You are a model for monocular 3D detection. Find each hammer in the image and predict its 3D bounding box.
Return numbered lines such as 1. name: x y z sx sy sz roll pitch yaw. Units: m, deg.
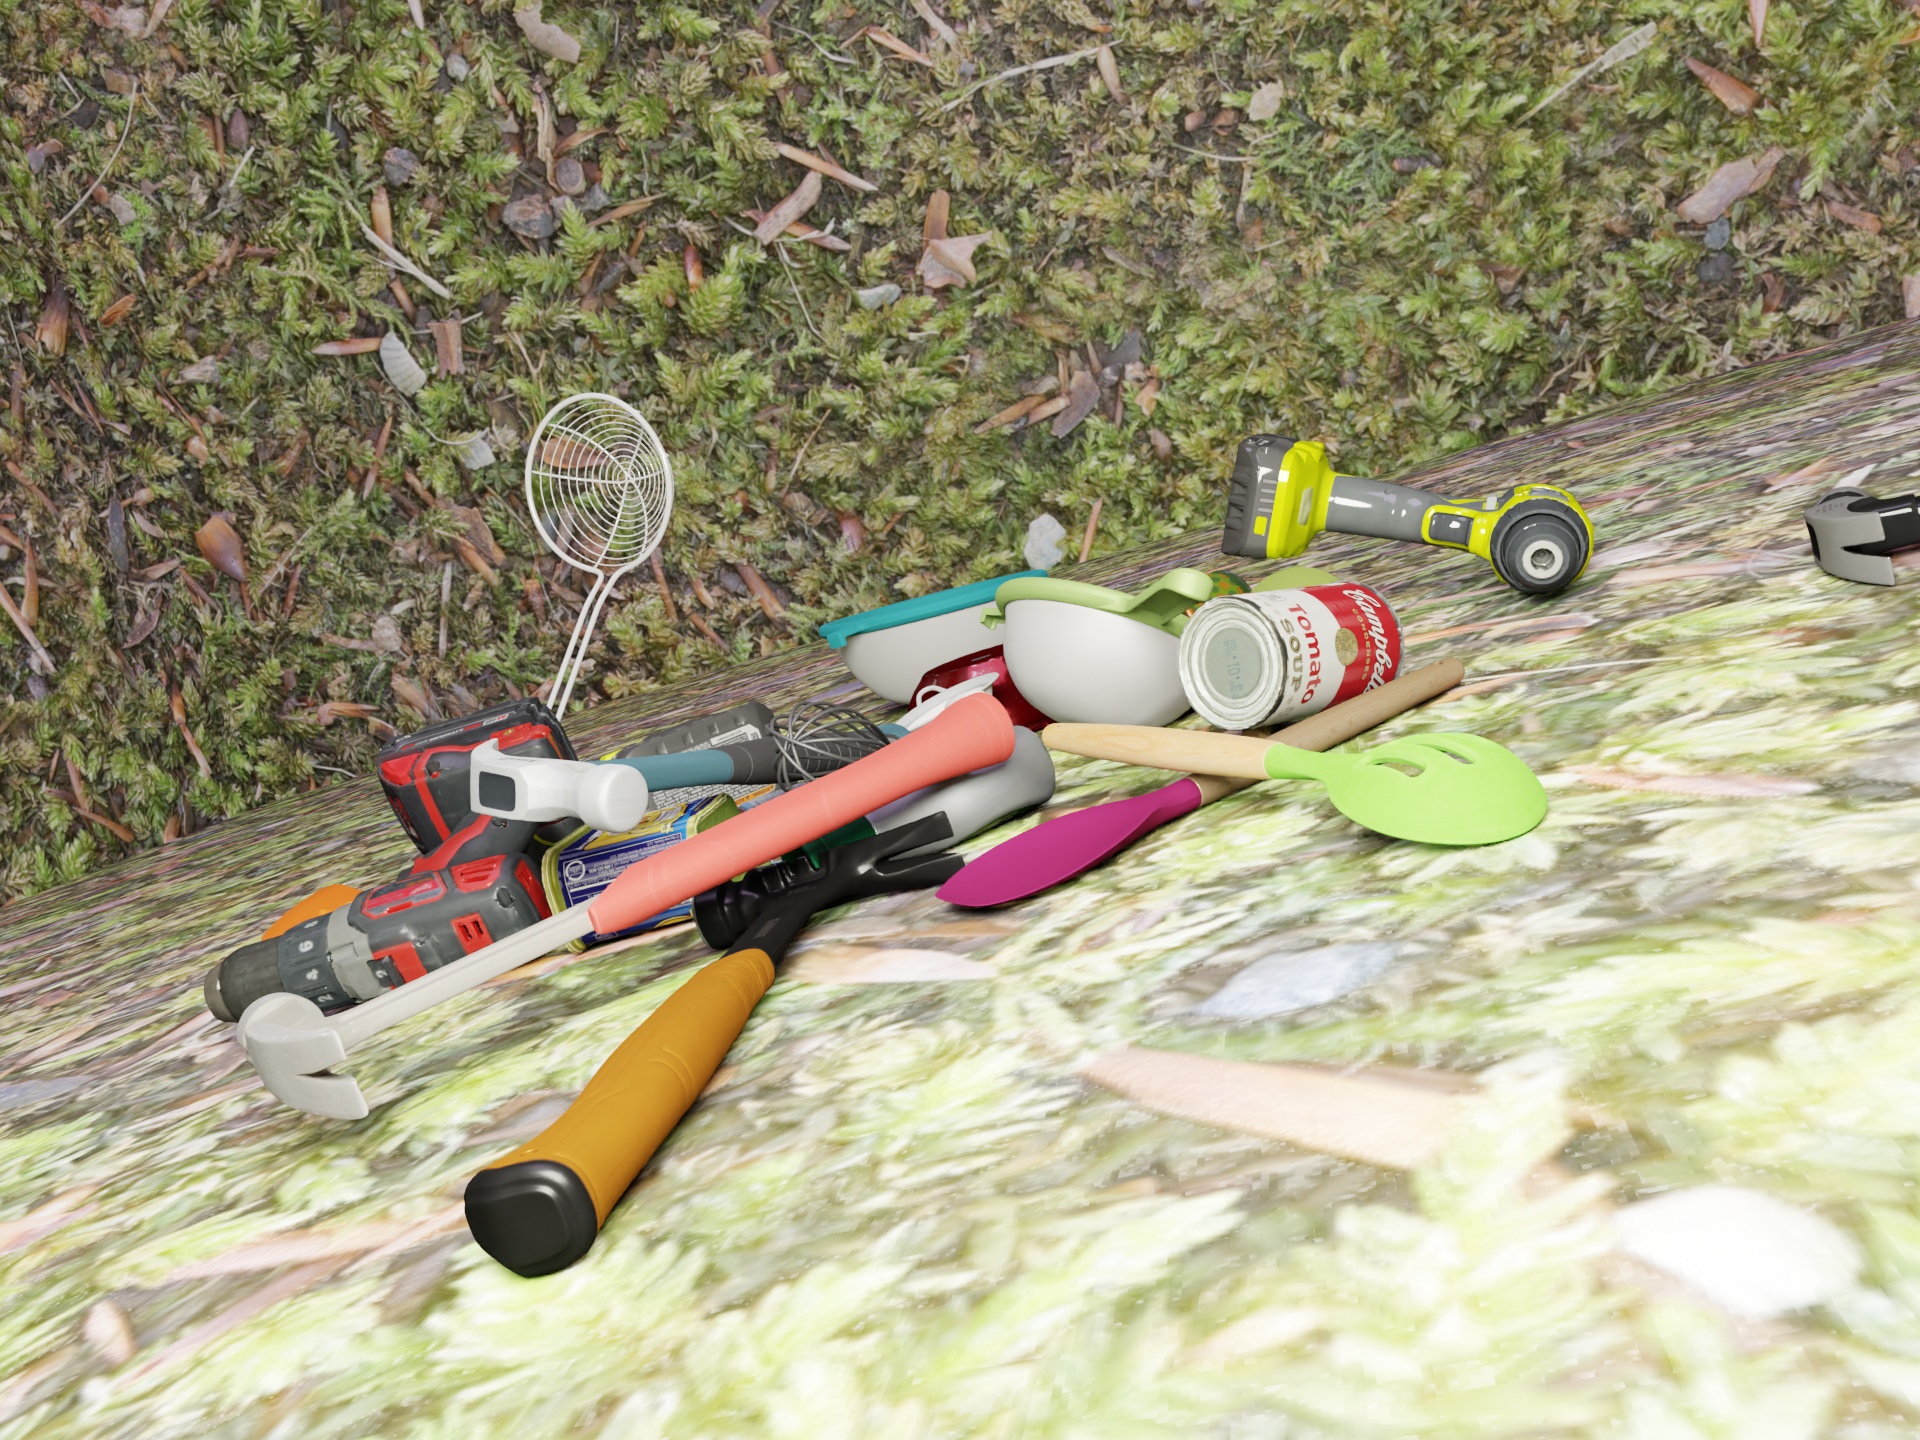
1. hammer: -0.083 0.102 0.582 0.127 0.034 0.337 -17 7 11
2. hammer: 0.573 -0.122 0.727 0.335 0.035 0.146 -13 8 31
3. hammer: -0.123 0.024 0.851 0.128 0.033 0.331 4 4 30
4. hammer: -0.113 0.063 0.670 0.359 0.036 0.149 -24 9 -34

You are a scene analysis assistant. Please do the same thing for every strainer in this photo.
1. strainer: -0.018 -0.071 1.487 0.211 0.095 0.340 -15 5 -2
2. strainer: 0.092 -0.033 0.902 0.151 0.069 0.256 19 -7 -5
3. strainer: -0.002 -0.003 0.988 0.087 0.050 0.258 -30 2 -5

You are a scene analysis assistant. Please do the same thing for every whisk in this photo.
1. whisk: -0.036 0.021 0.872 0.055 0.055 0.239 -14 -9 22

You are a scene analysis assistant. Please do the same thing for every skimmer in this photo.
1. skimmer: -0.284 -0.053 1.086 0.127 0.364 0.090 -1 -29 25

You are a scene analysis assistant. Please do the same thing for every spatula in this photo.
1. spatula: -0.277 0.104 0.982 0.322 0.041 0.081 -14 17 17

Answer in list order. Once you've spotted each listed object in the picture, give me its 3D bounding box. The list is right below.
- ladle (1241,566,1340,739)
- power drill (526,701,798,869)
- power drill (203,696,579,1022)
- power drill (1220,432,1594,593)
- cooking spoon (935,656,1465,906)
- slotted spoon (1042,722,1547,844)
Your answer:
1. ladle: 0.193 -0.031 0.949 0.078 0.062 0.320 -7 17 19
2. power drill: -0.218 0.048 1.133 0.171 0.080 0.223 -23 6 -35
3. power drill: -0.316 0.086 0.918 0.188 0.080 0.227 -17 27 4
4. power drill: 0.293 -0.130 1.034 0.228 0.080 0.190 12 16 16
5. cooking spoon: 0.125 0.025 0.732 0.319 0.017 0.069 -22 13 -30
6. slotted spoon: 0.117 0.016 0.679 0.070 0.031 0.314 -21 12 -25
